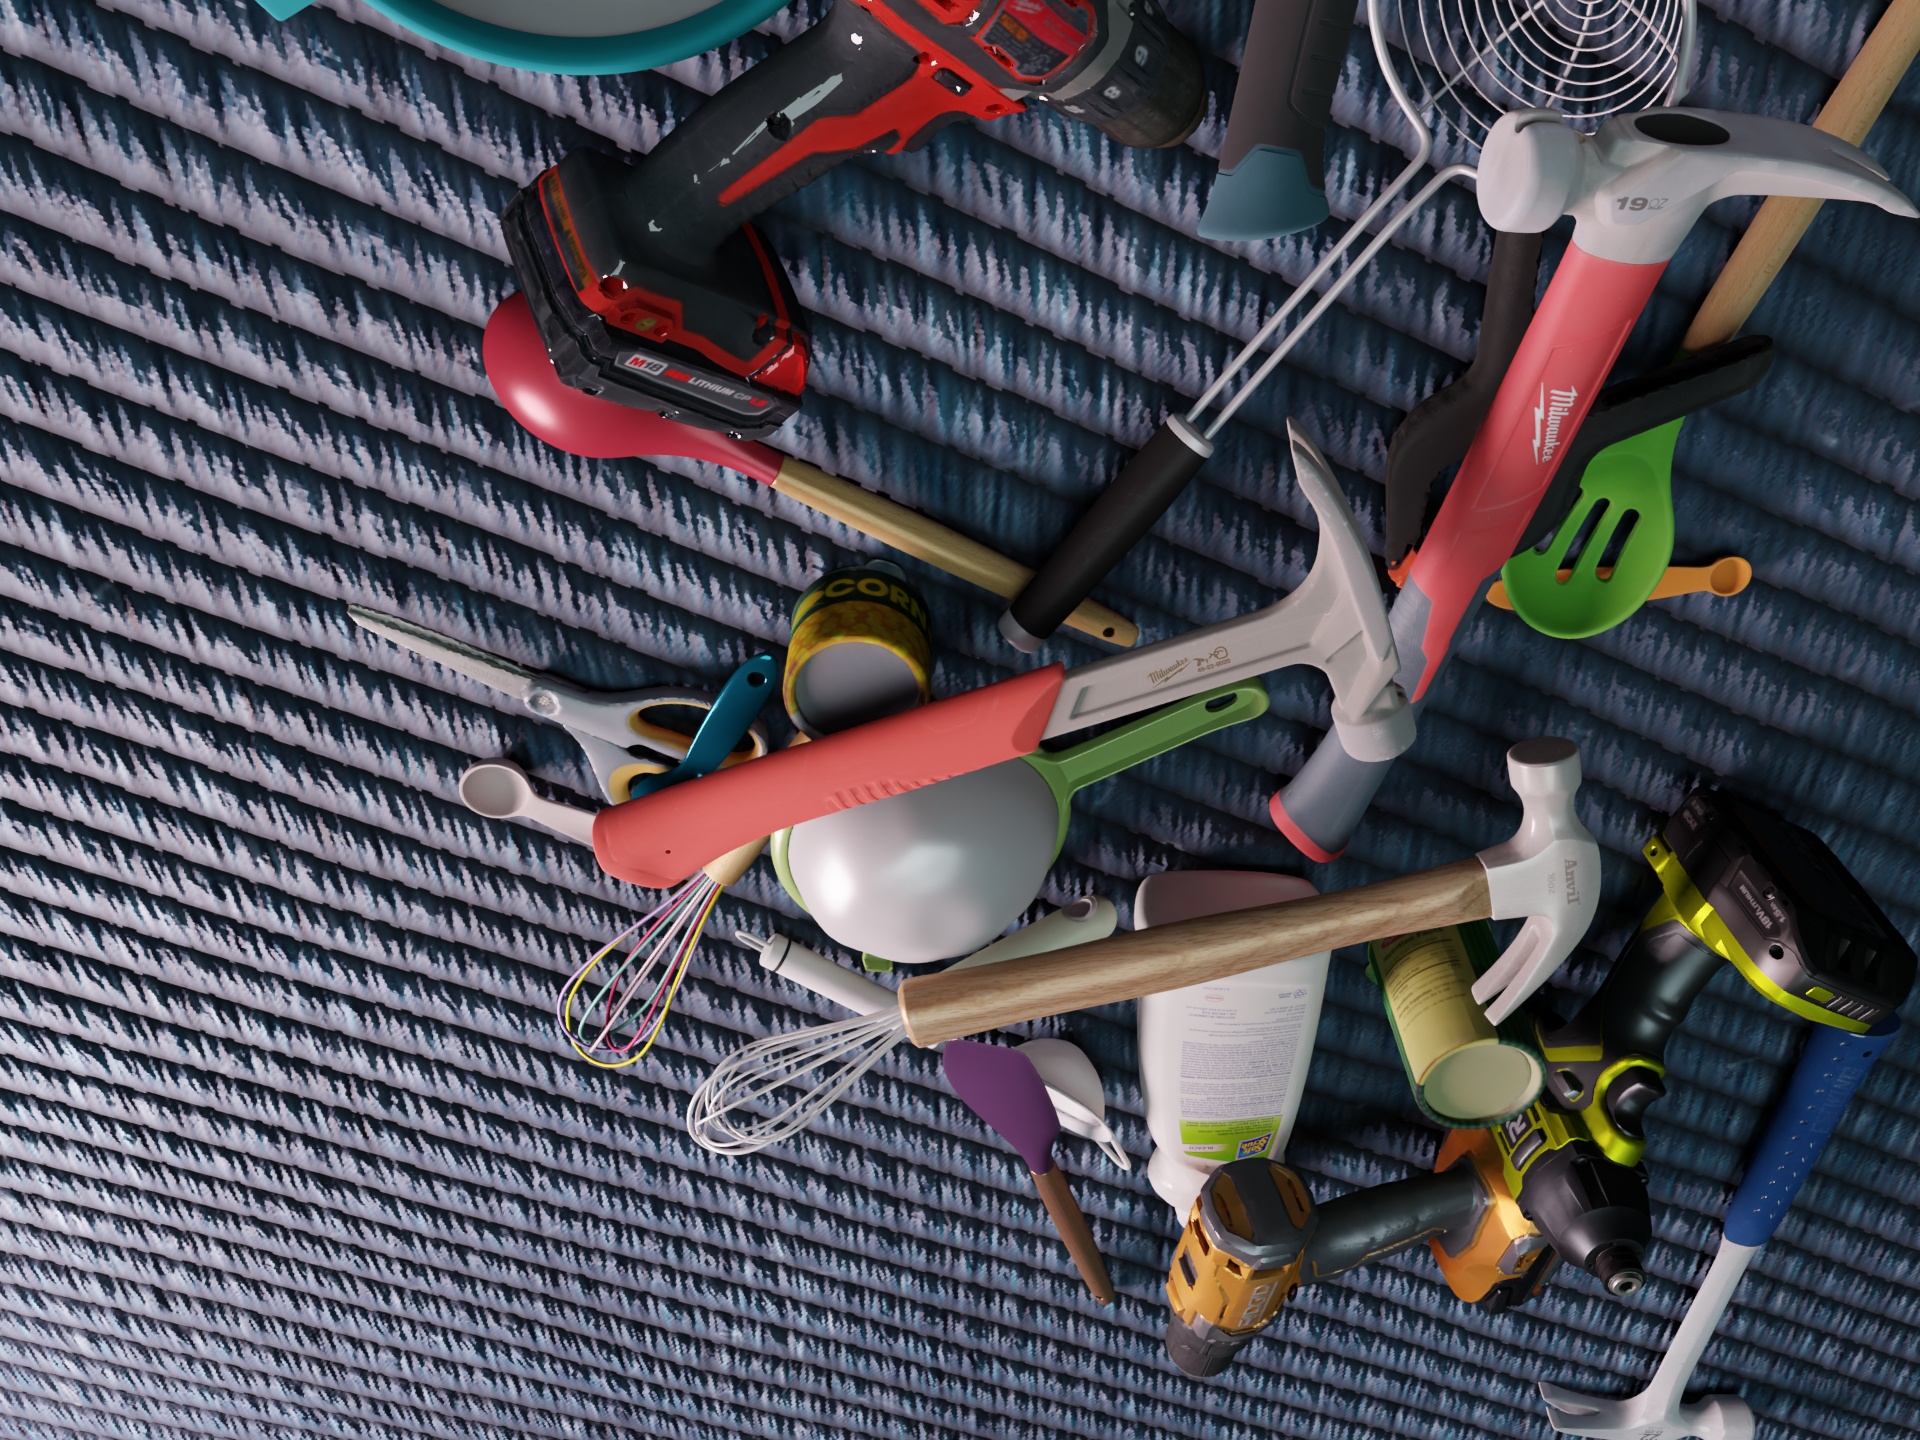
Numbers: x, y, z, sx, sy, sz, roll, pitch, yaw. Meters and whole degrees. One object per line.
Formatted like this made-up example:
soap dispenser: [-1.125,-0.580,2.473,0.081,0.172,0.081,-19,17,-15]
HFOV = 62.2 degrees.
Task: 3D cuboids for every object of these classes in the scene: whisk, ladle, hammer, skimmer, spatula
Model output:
whisk: [-0.028,0.154,0.820,0.246,0.058,0.059,-27,123,-6]
whisk: [-0.132,0.094,0.815,0.051,0.047,0.245,12,125,-47]
ladle: [-0.057,-0.098,0.694,0.315,0.031,0.069,23,121,-18]
hammer: [0.134,0.106,0.753,0.331,0.031,0.130,-14,112,5]
hammer: [0.131,-0.318,0.499,0.128,0.033,0.330,11,113,1]
skimmer: [0.117,-0.155,0.606,0.127,0.090,0.363,48,117,13]
hammer: [-0.001,-0.002,0.671,0.359,0.037,0.149,-17,122,17]
hammer: [0.219,-0.065,0.653,0.143,0.038,0.386,1,140,-9]
hammer: [0.477,0.327,0.985,0.144,0.035,0.405,2,125,-2]
spatula: [0.050,0.267,0.917,0.060,0.018,0.315,4,140,25]

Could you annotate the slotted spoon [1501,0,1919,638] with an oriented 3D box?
slotted spoon: [0.315,-0.171,0.644,0.070,0.031,0.313,25,120,4]

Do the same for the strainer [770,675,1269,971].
strainer: [0.034,0.052,0.760,0.256,0.069,0.151,-24,132,9]

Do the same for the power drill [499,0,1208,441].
power drill: [-0.030,-0.198,0.565,0.226,0.080,0.187,-34,158,28]

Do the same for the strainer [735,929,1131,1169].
strainer: [-0.007,0.171,0.870,0.258,0.050,0.087,28,160,-13]

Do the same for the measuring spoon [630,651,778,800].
measuring spoon: [-0.119,0.018,0.752,0.042,0.021,0.128,25,124,-18]

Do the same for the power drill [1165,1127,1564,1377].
power drill: [0.225,0.307,0.910,0.226,0.084,0.185,-7,135,-14]

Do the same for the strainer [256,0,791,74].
strainer: [-0.064,-0.322,0.508,0.340,0.095,0.210,-4,139,-21]

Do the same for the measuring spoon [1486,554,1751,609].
measuring spoon: [0.301,-0.064,0.730,0.117,0.011,0.021,-4,119,7]

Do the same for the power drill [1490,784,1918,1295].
power drill: [0.350,0.160,0.789,0.080,0.171,0.223,20,119,-14]

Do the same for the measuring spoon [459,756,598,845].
measuring spoon: [-0.191,0.047,0.802,0.124,0.018,0.034,25,121,-25]
